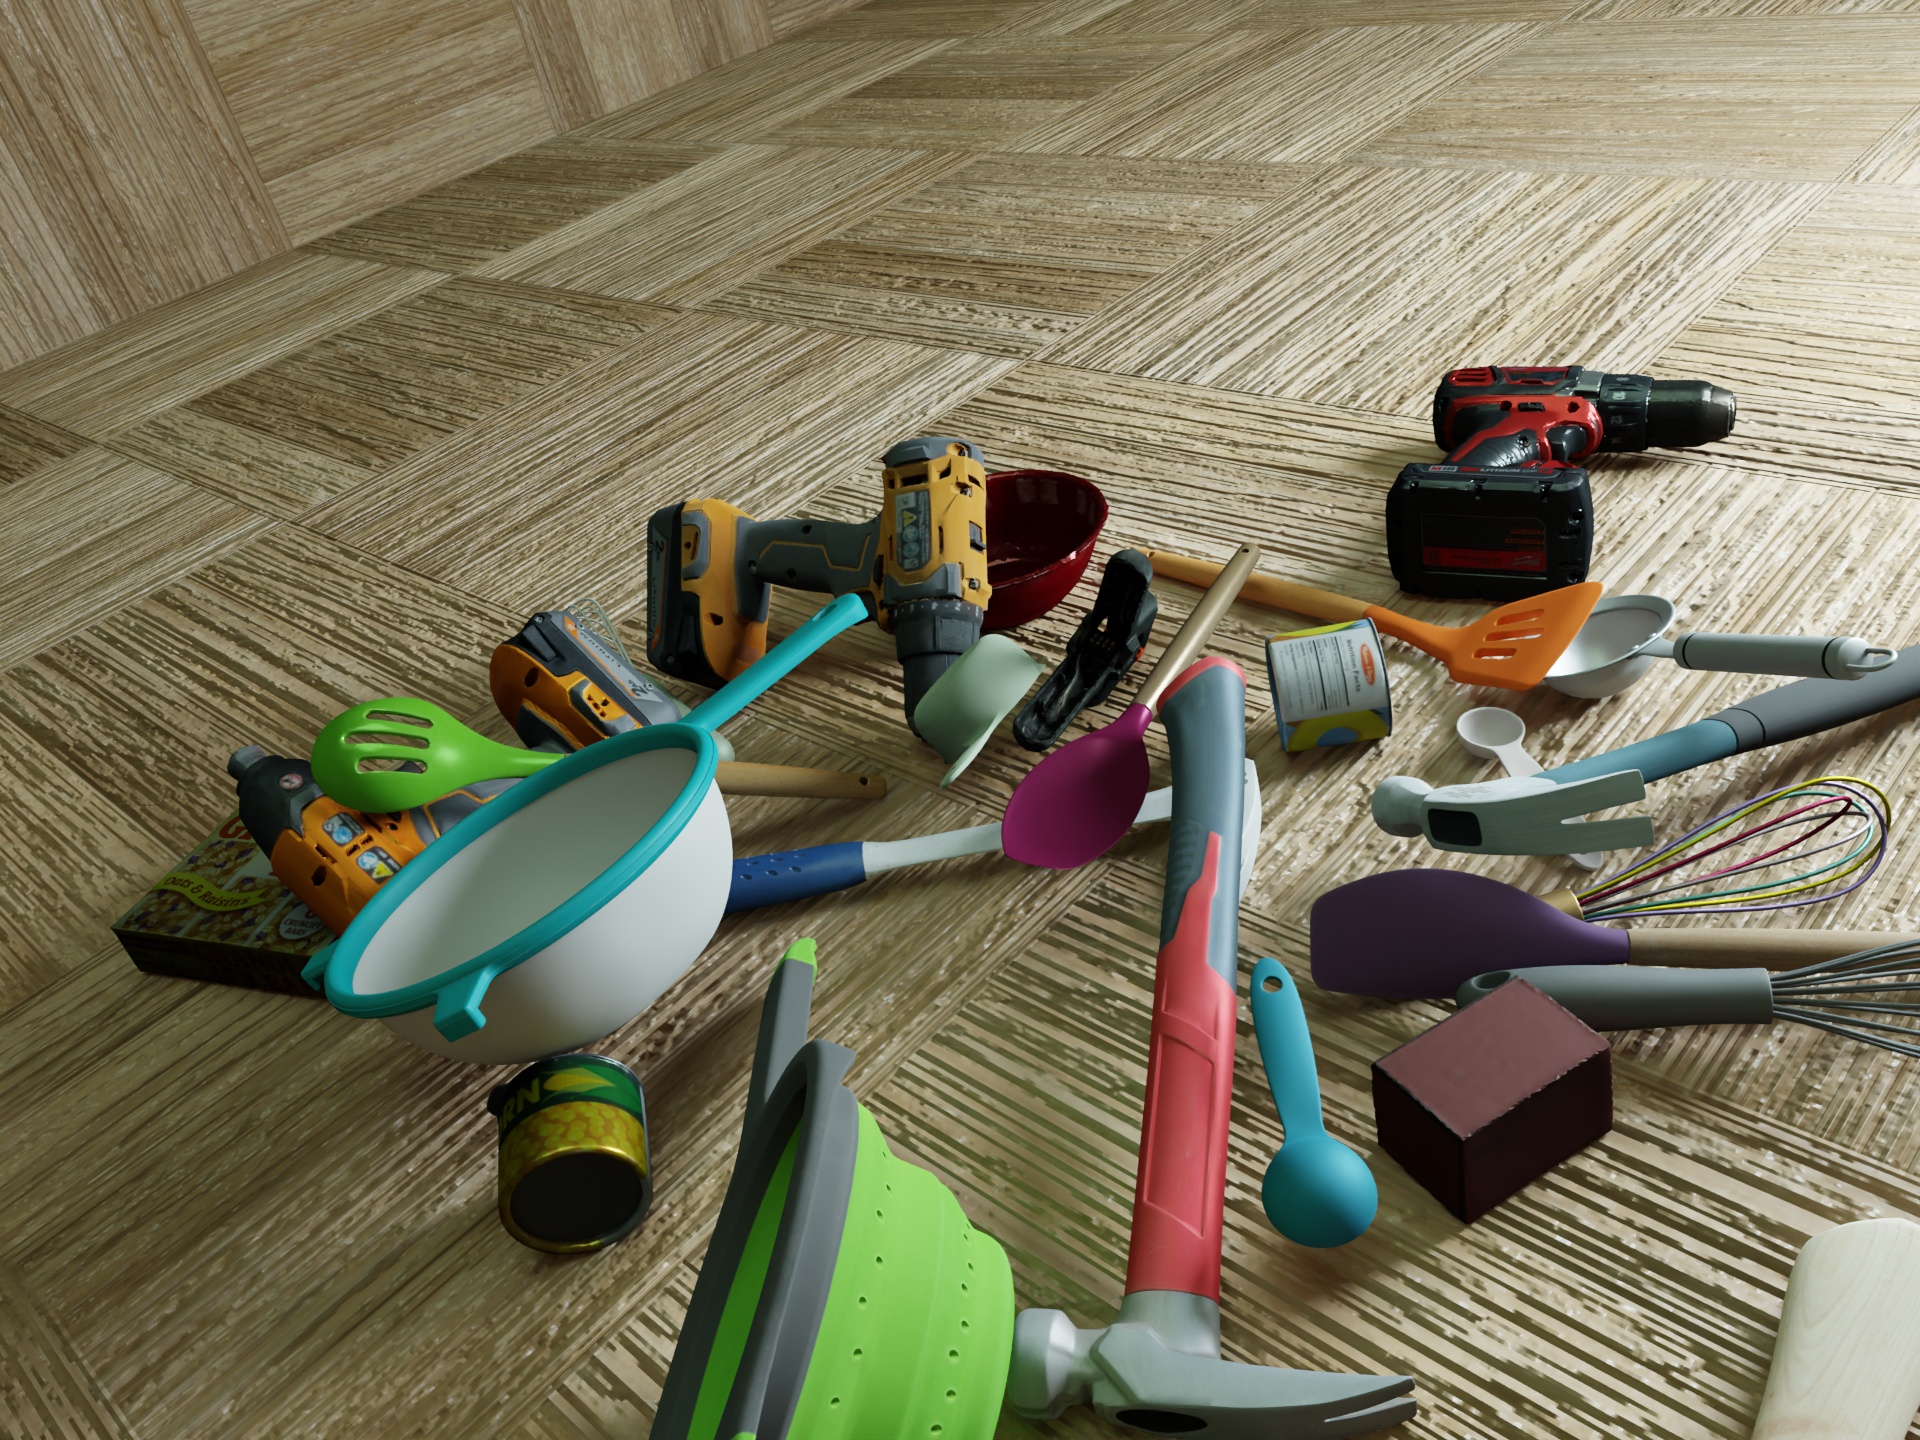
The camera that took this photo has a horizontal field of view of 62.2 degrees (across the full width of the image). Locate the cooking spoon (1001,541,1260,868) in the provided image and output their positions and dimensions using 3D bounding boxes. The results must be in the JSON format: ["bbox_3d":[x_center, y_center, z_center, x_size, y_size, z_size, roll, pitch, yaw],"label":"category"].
[{"bbox_3d":[0.109,-0.017,0.881,0.069,0.017,0.319,9,39,28],"label":"cooking spoon"}]

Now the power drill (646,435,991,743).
[{"bbox_3d":[-0.086,-0.069,1.000,0.226,0.084,0.185,-7,78,25],"label":"power drill"}]

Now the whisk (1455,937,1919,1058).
[{"bbox_3d":[0.325,0.114,0.643,0.239,0.055,0.055,-4,35,19],"label":"whisk"}]

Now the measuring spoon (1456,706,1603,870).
[{"bbox_3d":[0.289,0.037,0.805,0.034,0.018,0.124,-13,40,-5],"label":"measuring spoon"}]

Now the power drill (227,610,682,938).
[{"bbox_3d":[-0.290,0.030,0.914,0.164,0.084,0.226,40,50,11],"label":"power drill"}]

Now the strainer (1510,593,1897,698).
[{"bbox_3d":[0.358,-0.032,0.789,0.087,0.050,0.258,-32,11,-9],"label":"strainer"}]

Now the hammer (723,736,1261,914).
[{"bbox_3d":[-0.040,0.076,0.850,0.405,0.035,0.144,-11,34,6],"label":"hammer"}]

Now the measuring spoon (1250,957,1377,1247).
[{"bbox_3d":[0.129,0.139,0.612,0.042,0.021,0.129,-10,44,6],"label":"measuring spoon"}]

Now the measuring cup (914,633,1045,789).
[{"bbox_3d":[-0.001,-0.003,0.852,0.083,0.038,0.168,-44,4,19],"label":"measuring cup"}]

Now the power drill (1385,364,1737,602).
[{"bbox_3d":[0.377,-0.162,1.004,0.188,0.080,0.227,7,36,28],"label":"power drill"}]

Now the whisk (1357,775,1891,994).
[{"bbox_3d":[0.296,0.075,0.714,0.245,0.047,0.051,-18,49,3],"label":"whisk"}]

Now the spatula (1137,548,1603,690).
[{"bbox_3d":[0.225,-0.075,0.960,0.323,0.041,0.081,21,64,44],"label":"spatula"}]

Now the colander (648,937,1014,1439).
[{"bbox_3d":[-0.044,0.195,0.624,0.094,0.204,0.397,20,17,-8],"label":"colander"}]

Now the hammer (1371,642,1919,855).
[{"bbox_3d":[0.371,0.004,0.760,0.331,0.033,0.128,-16,8,-15],"label":"hammer"}]

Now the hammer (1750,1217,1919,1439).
[{"bbox_3d":[0.202,0.296,0.437,0.146,0.038,0.410,22,48,40],"label":"hammer"}]

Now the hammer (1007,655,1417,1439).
[{"bbox_3d":[0.118,0.112,0.690,0.143,0.038,0.387,-3,44,16],"label":"hammer"}]

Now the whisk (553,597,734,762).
[{"bbox_3d":[-0.217,-0.022,1.058,0.247,0.059,0.058,34,94,44],"label":"whisk"}]

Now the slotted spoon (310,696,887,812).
[{"bbox_3d":[-0.194,0.026,0.883,0.313,0.031,0.070,5,60,-16],"label":"slotted spoon"}]

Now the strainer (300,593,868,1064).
[{"bbox_3d":[-0.149,0.061,0.802,0.211,0.095,0.340,-1,34,51],"label":"strainer"}]

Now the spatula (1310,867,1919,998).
[{"bbox_3d":[0.310,0.095,0.676,0.316,0.059,0.018,0,10,11],"label":"spatula"}]
